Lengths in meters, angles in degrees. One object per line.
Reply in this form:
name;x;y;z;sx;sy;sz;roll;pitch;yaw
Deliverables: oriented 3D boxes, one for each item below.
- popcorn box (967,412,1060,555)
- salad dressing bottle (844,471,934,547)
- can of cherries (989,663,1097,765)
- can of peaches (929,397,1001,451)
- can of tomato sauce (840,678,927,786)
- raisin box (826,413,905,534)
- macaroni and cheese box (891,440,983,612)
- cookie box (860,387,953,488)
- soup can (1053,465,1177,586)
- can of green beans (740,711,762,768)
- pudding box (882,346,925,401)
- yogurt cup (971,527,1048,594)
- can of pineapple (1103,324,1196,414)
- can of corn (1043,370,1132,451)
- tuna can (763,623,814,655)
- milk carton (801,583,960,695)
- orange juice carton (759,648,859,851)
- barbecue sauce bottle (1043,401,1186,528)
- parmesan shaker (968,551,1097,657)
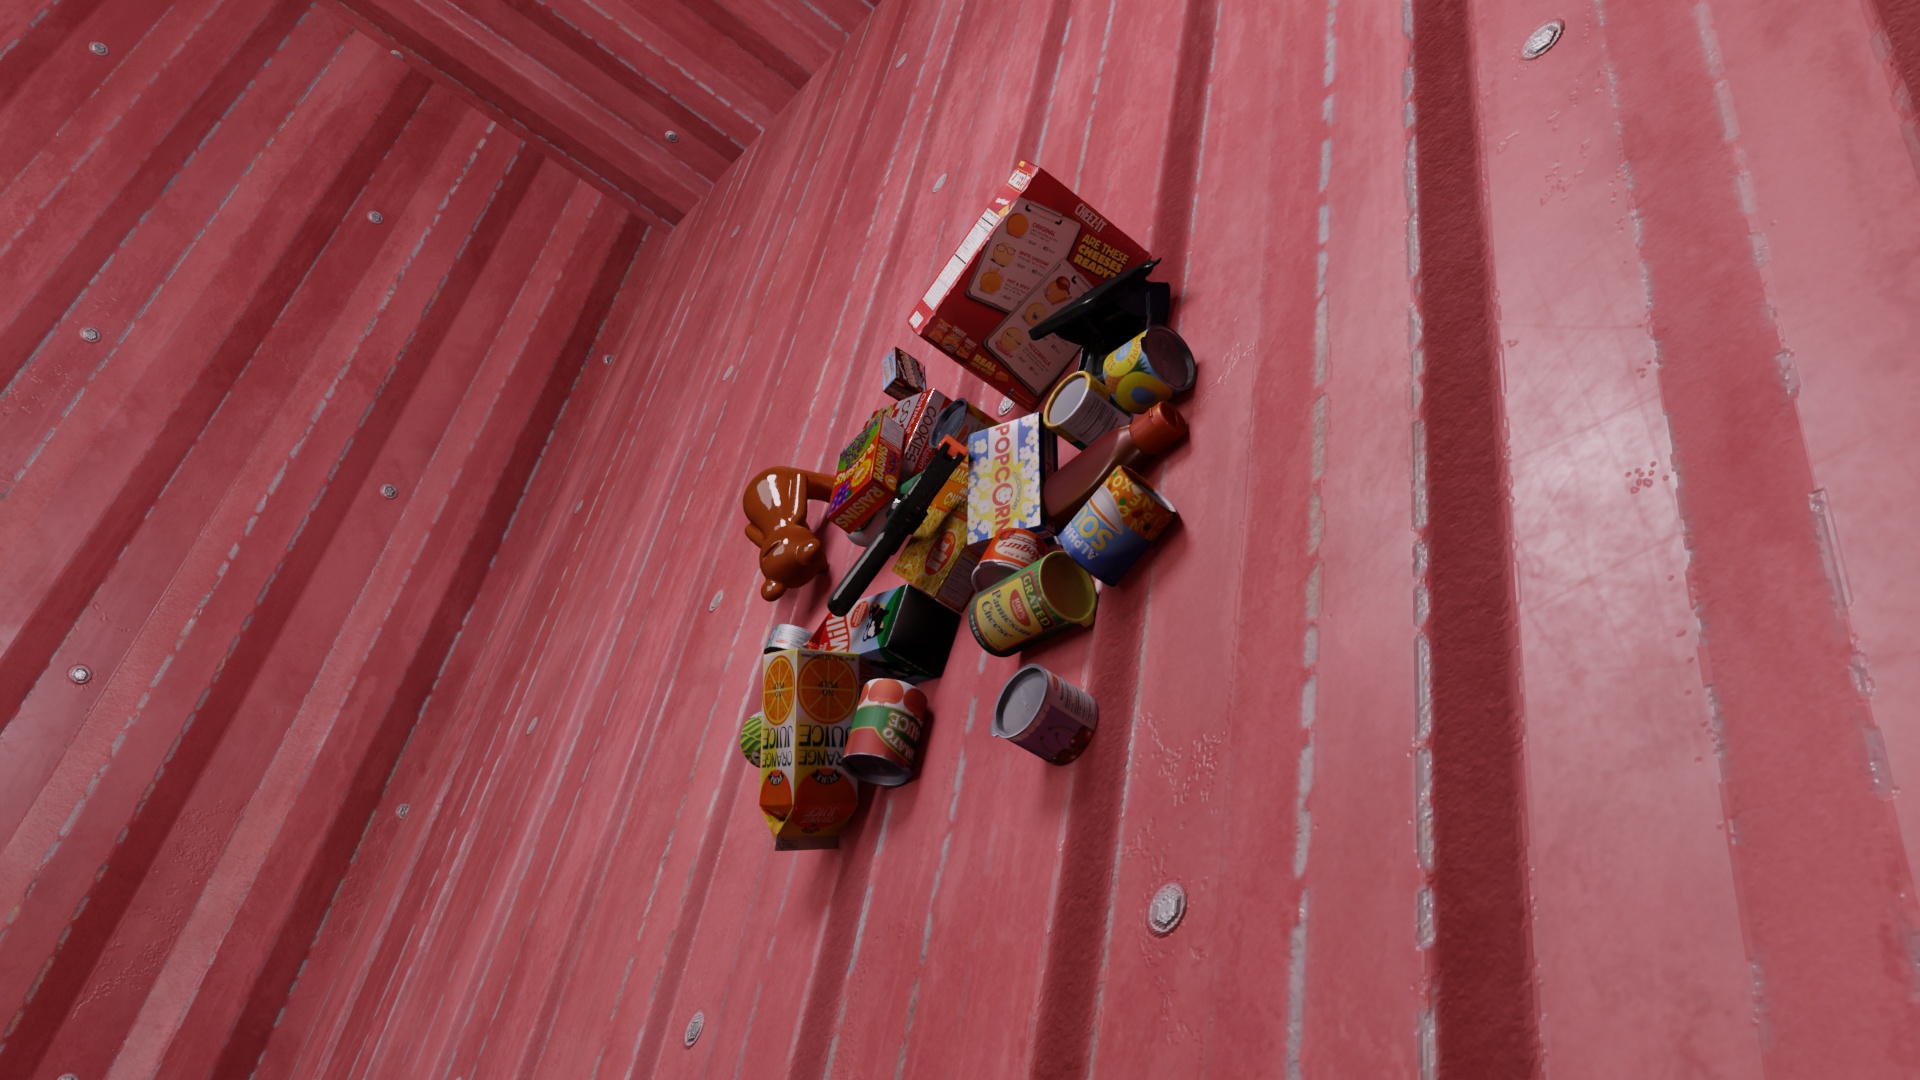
popcorn box;0.052;-0.054;1.356;0.085;0.038;0.127;-16;60;30
salad dressing bottle;-0.078;-0.038;1.622;0.147;0.044;0.064;-29;36;45
can of cherries;0.068;0.144;1.135;0.071;0.058;0.072;-41;31;31
can of peaches;0.007;-0.116;1.541;0.071;0.058;0.071;-43;29;31
can of tomato sauce;-0.070;0.183;1.330;0.071;0.071;0.083;-29;37;46
raisin box;-0.110;-0.078;1.629;0.085;0.040;0.124;-38;28;32
macaroni and cheese box;0.005;-0.018;1.453;0.166;0.040;0.124;-59;27;-2
cookie box;-0.082;-0.113;1.719;0.167;0.040;0.123;-12;51;58
soup can;0.132;-0.014;1.185;0.083;0.071;0.071;-51;26;14
can of green beans;-0.200;0.217;1.523;0.057;0.071;0.071;-20;44;53
pudding box;-0.073;-0.211;1.804;0.030;0.049;0.084;-47;27;27
yogurt cup;0.050;0.025;1.299;0.072;0.072;0.054;-31;28;44
can of pineapple;0.172;-0.158;1.278;0.057;0.071;0.071;-31;36;45
can of corn;0.121;-0.122;1.342;0.071;0.058;0.071;-41;30;30
tuna can;-0.192;0.127;1.615;0.071;0.071;0.033;-20;43;52
milk carton;-0.091;0.109;1.443;0.190;0.072;0.074;-21;44;52
orange juice carton;-0.148;0.205;1.360;0.073;0.072;0.193;-17;69;53
barbecue sauce bottle;0.140;-0.071;1.269;0.148;0.043;0.065;-38;32;34
parmesan shaker;0.064;0.061;1.233;0.102;0.071;0.072;-31;36;44
